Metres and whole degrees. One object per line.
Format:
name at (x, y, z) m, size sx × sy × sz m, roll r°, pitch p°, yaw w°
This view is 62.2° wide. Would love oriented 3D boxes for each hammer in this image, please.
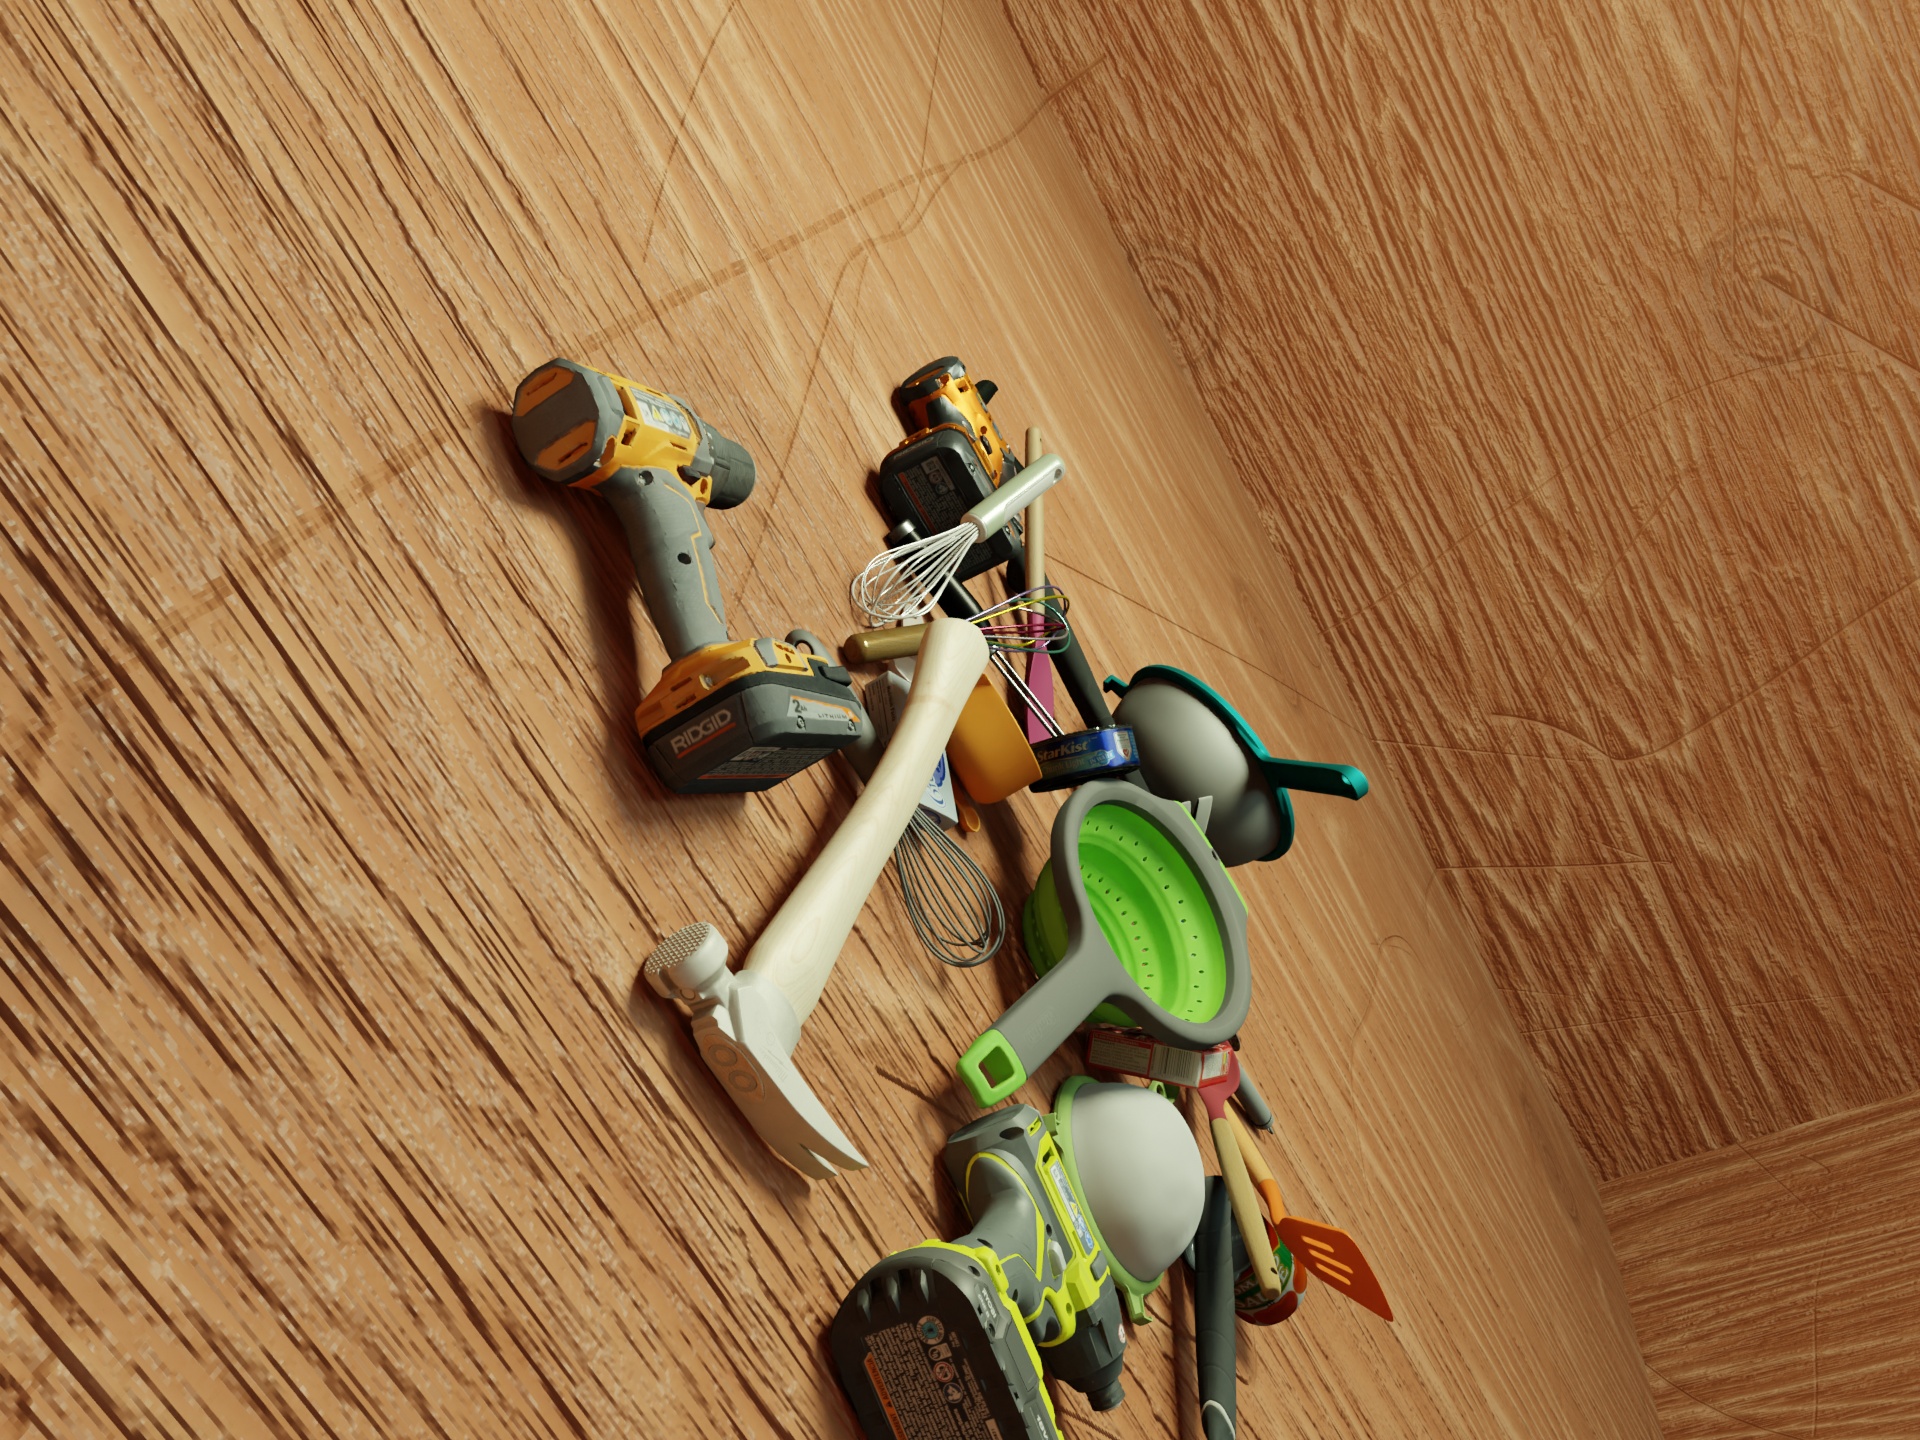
hammer at (-0.043, 0.064, 0.895) m, size 0.146 × 0.038 × 0.411 m, roll 58°, pitch 30°, yaw -20°
hammer at (0.167, 0.467, 1.005) m, size 0.149 × 0.036 × 0.409 m, roll 54°, pitch 26°, yaw -31°
hammer at (0.117, -0.012, 1.381) m, size 0.035 × 0.146 × 0.335 m, roll -12°, pitch 64°, yaw -25°

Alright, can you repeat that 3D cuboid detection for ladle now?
ladle at (0.195, 0.310, 1.156) m, size 0.069 × 0.031 × 0.316 m, roll 28°, pitch 17°, yaw -11°

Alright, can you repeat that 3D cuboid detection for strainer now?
strainer at (0.143, 0.296, 1.123) m, size 0.151 × 0.069 × 0.256 m, roll 65°, pitch 22°, yaw -1°
strainer at (0.227, 0.294, 1.378) m, size 0.087 × 0.050 × 0.258 m, roll 35°, pitch -17°, yaw 50°
strainer at (0.216, 0.063, 1.366) m, size 0.211 × 0.095 × 0.340 m, roll 60°, pitch -18°, yaw -13°

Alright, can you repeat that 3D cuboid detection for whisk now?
whisk at (-0.045, 0.048, 0.986) m, size 0.239 × 0.055 × 0.055 m, roll 60°, pitch 20°, yaw -1°
whisk at (0.004, -0.061, 1.152) m, size 0.245 × 0.047 × 0.051 m, roll -13°, pitch 84°, yaw -49°
whisk at (0.006, -0.139, 1.182) m, size 0.246 × 0.059 × 0.057 m, roll -42°, pitch 152°, yaw -38°

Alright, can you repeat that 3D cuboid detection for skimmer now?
skimmer at (0.040, 0.008, 1.258) m, size 0.363 × 0.090 × 0.127 m, roll 52°, pitch 29°, yaw -6°

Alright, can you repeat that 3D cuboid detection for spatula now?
spatula at (0.230, 0.332, 1.191) m, size 0.081 × 0.041 × 0.323 m, roll 61°, pitch 0°, yaw -18°

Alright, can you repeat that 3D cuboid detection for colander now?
colander at (0.074, 0.172, 1.077) m, size 0.204 × 0.094 × 0.397 m, roll 58°, pitch 32°, yaw 2°

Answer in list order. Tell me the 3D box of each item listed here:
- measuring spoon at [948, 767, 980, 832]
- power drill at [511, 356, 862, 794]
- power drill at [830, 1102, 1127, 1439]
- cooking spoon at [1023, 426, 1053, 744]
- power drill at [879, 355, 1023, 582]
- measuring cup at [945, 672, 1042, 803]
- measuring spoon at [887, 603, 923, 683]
measuring spoon at (-0.021, 0.030, 1.115) m, size 0.117 × 0.011 × 0.021 m, roll 58°, pitch 28°, yaw -9°
power drill at (-0.135, -0.077, 0.858) m, size 0.226 × 0.084 × 0.185 m, roll 64°, pitch 18°, yaw 11°
power drill at (0.026, 0.311, 0.815) m, size 0.171 × 0.080 × 0.223 m, roll 66°, pitch 17°, yaw 3°
cooking spoon at (0.064, -0.114, 1.376) m, size 0.068 × 0.017 × 0.319 m, roll 44°, pitch 43°, yaw -61°
power drill at (0.004, -0.200, 1.339) m, size 0.164 × 0.084 × 0.227 m, roll 58°, pitch 18°, yaw -24°
measuring cup at (-0.002, -0.004, 1.155) m, size 0.174 × 0.052 × 0.095 m, roll 50°, pitch -10°, yaw 54°
measuring spoon at (-0.039, -0.052, 1.158) m, size 0.034 × 0.018 × 0.124 m, roll 36°, pitch 23°, yaw -18°
